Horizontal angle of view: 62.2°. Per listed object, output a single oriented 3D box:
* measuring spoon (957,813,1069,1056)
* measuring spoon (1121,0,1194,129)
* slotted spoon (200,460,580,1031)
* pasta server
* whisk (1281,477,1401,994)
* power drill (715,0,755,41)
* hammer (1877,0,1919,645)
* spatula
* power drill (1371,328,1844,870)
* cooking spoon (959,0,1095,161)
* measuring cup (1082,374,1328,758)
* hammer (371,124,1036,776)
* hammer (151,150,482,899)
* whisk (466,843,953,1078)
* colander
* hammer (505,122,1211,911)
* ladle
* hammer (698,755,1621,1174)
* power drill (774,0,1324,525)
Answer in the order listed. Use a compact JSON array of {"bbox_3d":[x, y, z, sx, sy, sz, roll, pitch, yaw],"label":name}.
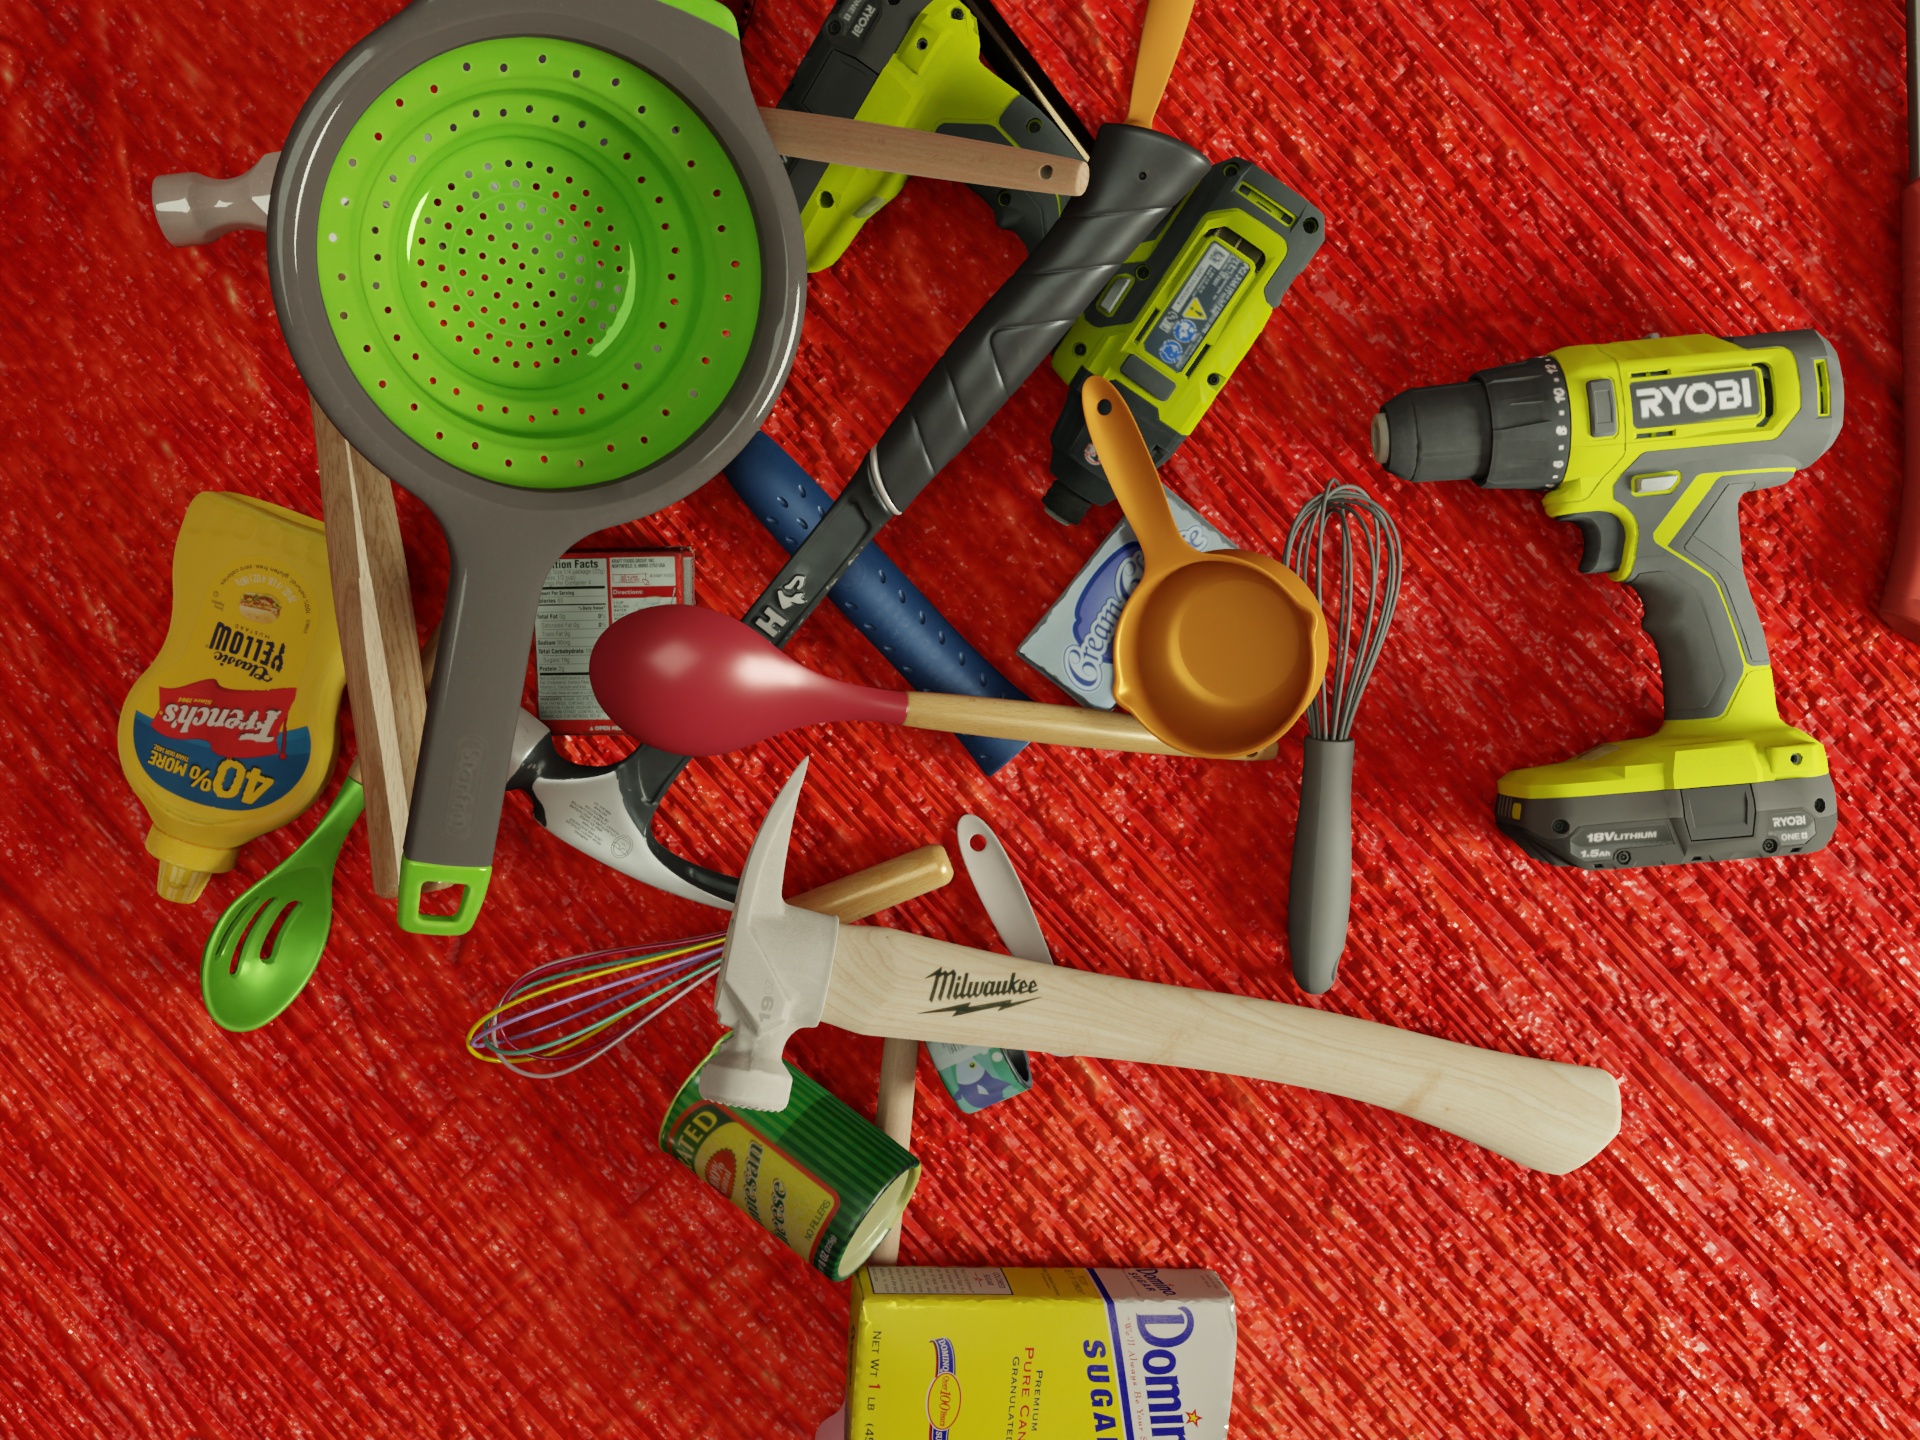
[{"bbox_3d":[0.030,0.101,0.758,0.034,0.018,0.124,-26,84,5],"label":"measuring spoon"},{"bbox_3d":[0.093,-0.315,0.732,0.021,0.011,0.117,15,94,3],"label":"measuring spoon"},{"bbox_3d":[-0.267,0.007,0.752,0.031,0.070,0.314,33,91,24],"label":"slotted spoon"},{"bbox_3d":[-0.039,0.262,0.764,0.060,0.040,0.316,6,89,4],"label":"pasta server"},{"bbox_3d":[0.168,0.009,0.729,0.055,0.055,0.239,2,98,4],"label":"whisk"},{"bbox_3d":[-0.156,-0.425,0.709,0.188,0.080,0.226,21,97,14],"label":"power drill"},{"bbox_3d":[0.444,-0.211,0.702,0.149,0.037,0.359,-3,92,4],"label":"hammer"},{"bbox_3d":[-0.095,-0.247,0.667,0.316,0.018,0.059,16,109,21],"label":"spatula"},{"bbox_3d":[0.287,-0.053,0.701,0.190,0.080,0.228,-5,90,4],"label":"power drill"},{"bbox_3d":[0.004,-0.331,0.733,0.069,0.017,0.319,-37,90,8],"label":"cooking spoon"},{"bbox_3d":[0.099,-0.070,0.692,0.095,0.052,0.173,-24,89,26],"label":"measuring cup"},{"bbox_3d":[-0.114,-0.130,0.743,0.144,0.035,0.405,-43,89,4],"label":"hammer"},{"bbox_3d":[-0.263,-0.087,0.704,0.130,0.031,0.331,-9,89,-5],"label":"hammer"},{"bbox_3d":[-0.119,0.112,0.757,0.245,0.051,0.047,-22,112,1],"label":"whisk"},{"bbox_3d":[-0.192,-0.107,0.668,0.204,0.095,0.397,8,103,-25],"label":"colander"},{"bbox_3d":[-0.041,-0.085,0.688,0.149,0.036,0.409,39,105,-9],"label":"hammer"},{"bbox_3d":[-0.001,-0.002,0.694,0.315,0.031,0.069,6,118,-19],"label":"ladle"},{"bbox_3d":[0.101,0.126,0.700,0.410,0.038,0.146,12,78,-10],"label":"hammer"},{"bbox_3d":[0.022,-0.207,0.703,0.223,0.080,0.171,35,106,1],"label":"power drill"}]
